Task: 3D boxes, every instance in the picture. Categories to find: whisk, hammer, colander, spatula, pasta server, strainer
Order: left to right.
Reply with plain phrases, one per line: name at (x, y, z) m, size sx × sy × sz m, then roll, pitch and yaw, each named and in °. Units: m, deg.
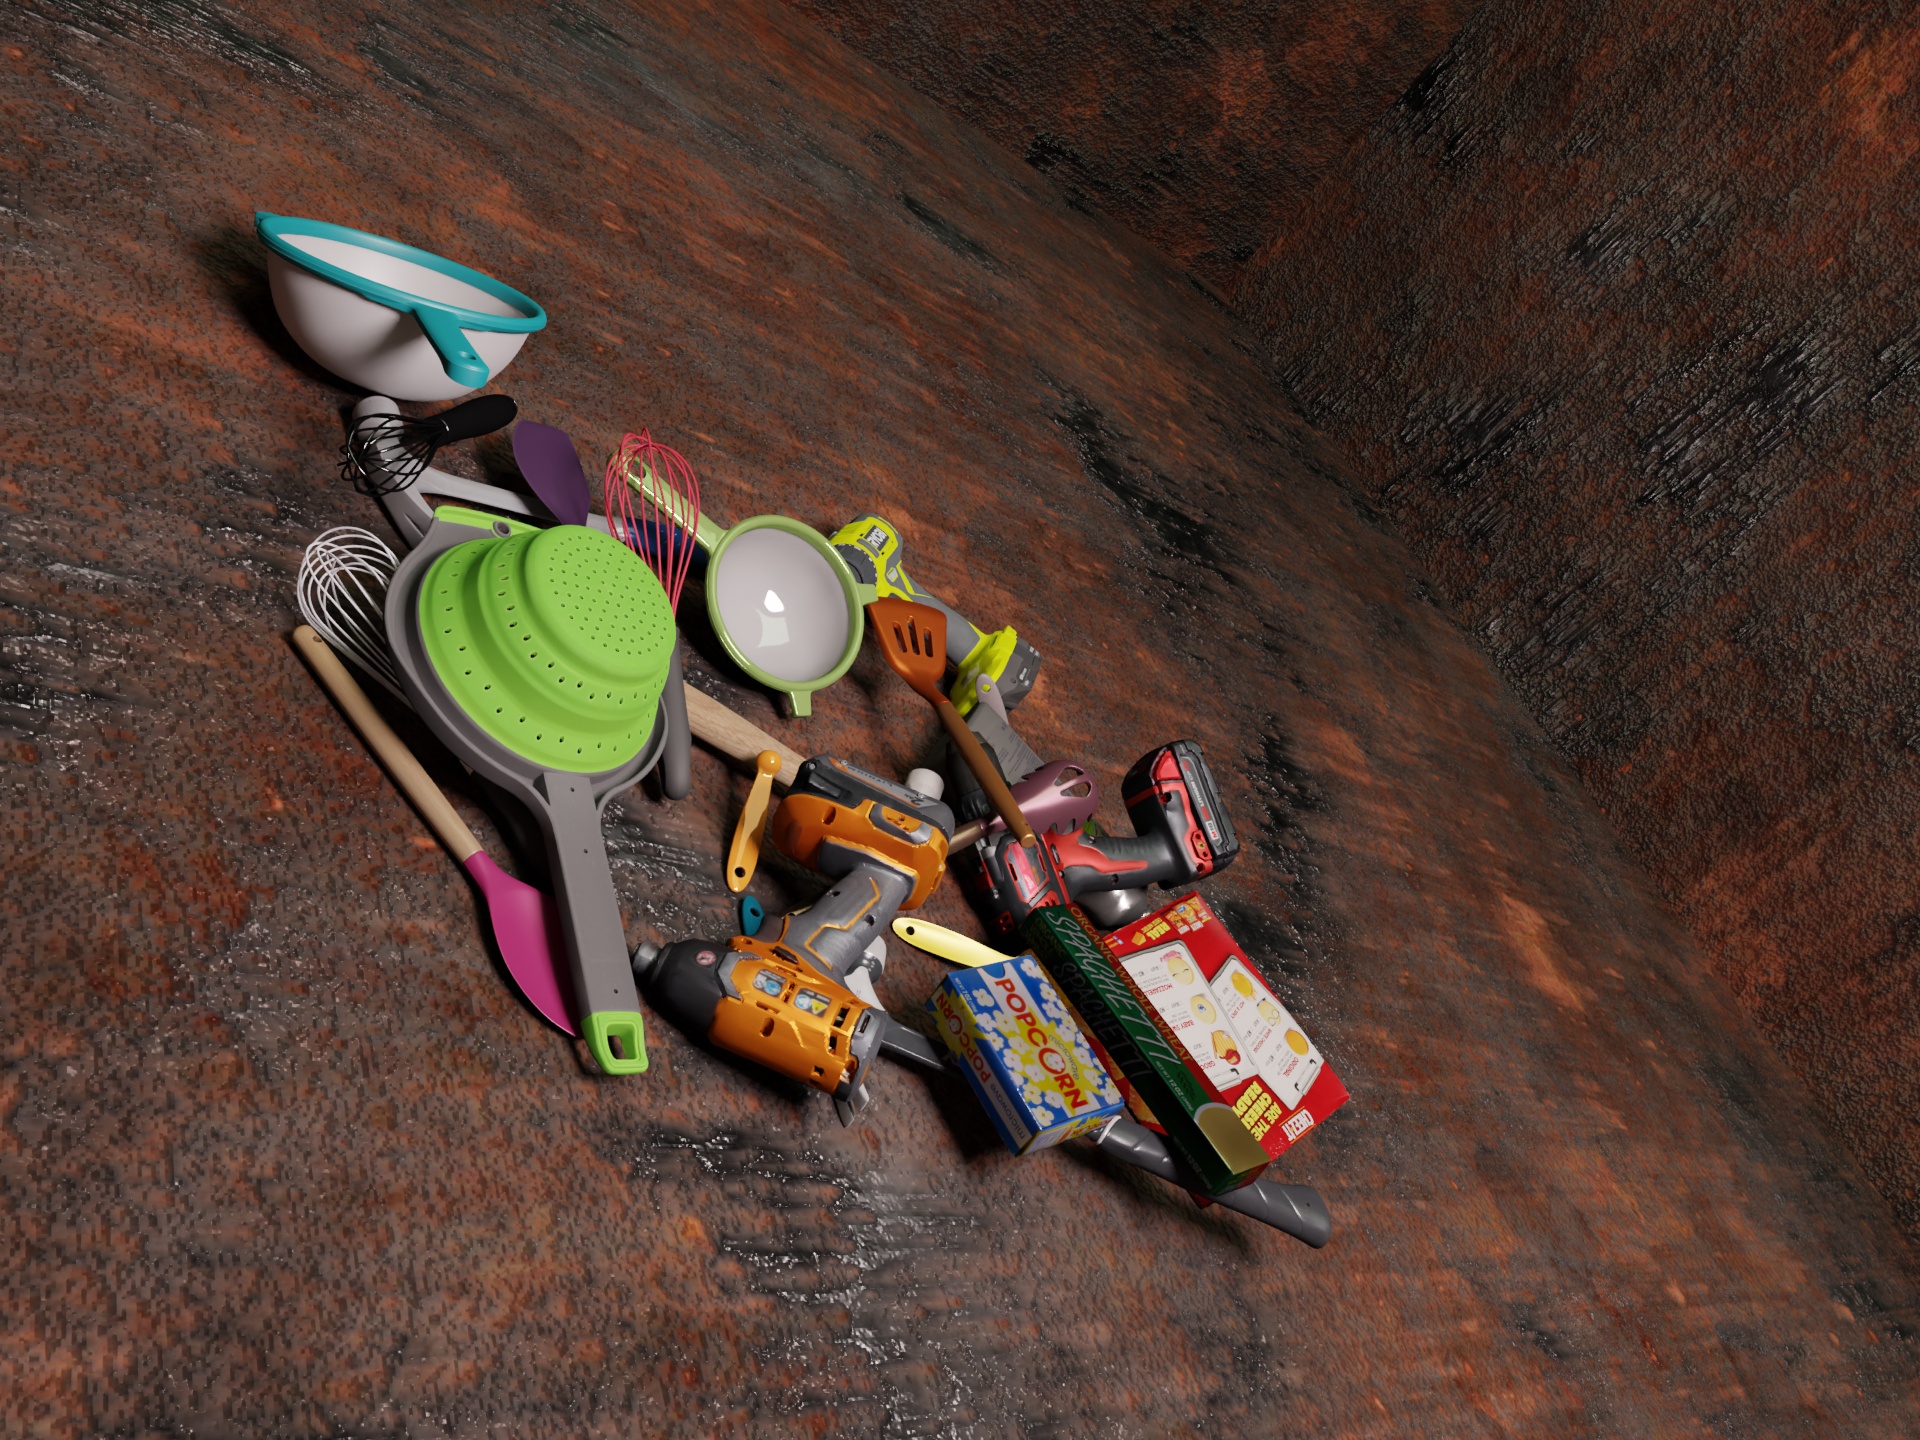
strainer at (-0.401, -0.269, 1.156) m, size 0.210 × 0.095 × 0.341 m, roll 10°, pitch 23°, yaw -34°
whisk at (-0.375, -0.206, 1.144) m, size 0.055 × 0.055 × 0.239 m, roll 41°, pitch 22°, yaw -6°
whisk at (-0.322, -0.004, 1.002) m, size 0.284 × 0.070 × 0.070 m, roll 52°, pitch 28°, yaw 4°
spatula at (-0.279, -0.115, 1.178) m, size 0.059 × 0.018 × 0.316 m, roll 8°, pitch 45°, yaw -42°
colander at (-0.226, 0.015, 0.975) m, size 0.204 × 0.094 × 0.397 m, roll 12°, pitch 51°, yaw -48°
hammer at (-0.282, -0.151, 1.282) m, size 0.405 × 0.035 × 0.144 m, roll 11°, pitch 42°, yaw -47°
whisk at (-0.217, -0.082, 1.155) m, size 0.073 × 0.073 × 0.296 m, roll 13°, pitch 60°, yaw -45°
strainer at (-0.195, -0.121, 1.295) m, size 0.256 × 0.069 × 0.152 m, roll 41°, pitch 54°, yaw -20°
hammer at (-0.164, 0.017, 1.191) m, size 0.331 × 0.031 × 0.130 m, roll 32°, pitch 45°, yaw -14°
pasta server at (-0.011, 0.095, 1.195) m, size 0.316 × 0.040 × 0.060 m, roll -23°, pitch 73°, yaw -33°
spatula at (-0.002, -0.004, 1.277) m, size 0.081 × 0.041 × 0.323 m, roll 10°, pitch 28°, yaw -28°
hammer at (0.087, 0.283, 1.115) m, size 0.408 × 0.036 × 0.149 m, roll 27°, pitch 33°, yaw -13°

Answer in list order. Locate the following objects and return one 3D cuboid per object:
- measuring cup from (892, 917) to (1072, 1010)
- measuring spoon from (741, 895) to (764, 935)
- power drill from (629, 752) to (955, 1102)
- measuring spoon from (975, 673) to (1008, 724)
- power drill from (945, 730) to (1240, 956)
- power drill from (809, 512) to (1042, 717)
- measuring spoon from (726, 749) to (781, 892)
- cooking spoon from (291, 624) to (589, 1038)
measuring cup at (0.015, 0.187, 1.227) m, size 0.156 × 0.029 × 0.062 m, roll 23°, pitch 62°, yaw -11°
measuring spoon at (-0.125, 0.166, 1.066) m, size 0.042 × 0.021 × 0.129 m, roll 19°, pitch 38°, yaw -40°
power drill at (-0.105, 0.126, 1.046) m, size 0.164 × 0.084 × 0.227 m, roll 23°, pitch 42°, yaw 1°
measuring spoon at (0.035, 0.011, 1.428) m, size 0.018 × 0.034 × 0.124 m, roll -96°, pitch 170°, yaw -55°
power drill at (0.102, 0.080, 1.327) m, size 0.226 × 0.080 × 0.188 m, roll -15°, pitch 77°, yaw -27°
power drill at (-0.040, -0.087, 1.465) m, size 0.228 × 0.080 × 0.191 m, roll 40°, pitch 22°, yaw -7°
measuring spoon at (-0.147, 0.070, 1.137) m, size 0.021 × 0.011 × 0.117 m, roll 23°, pitch 56°, yaw -17°
cooking spoon at (-0.310, 0.064, 0.963) m, size 0.319 × 0.017 × 0.069 m, roll 50°, pitch 31°, yaw 10°
